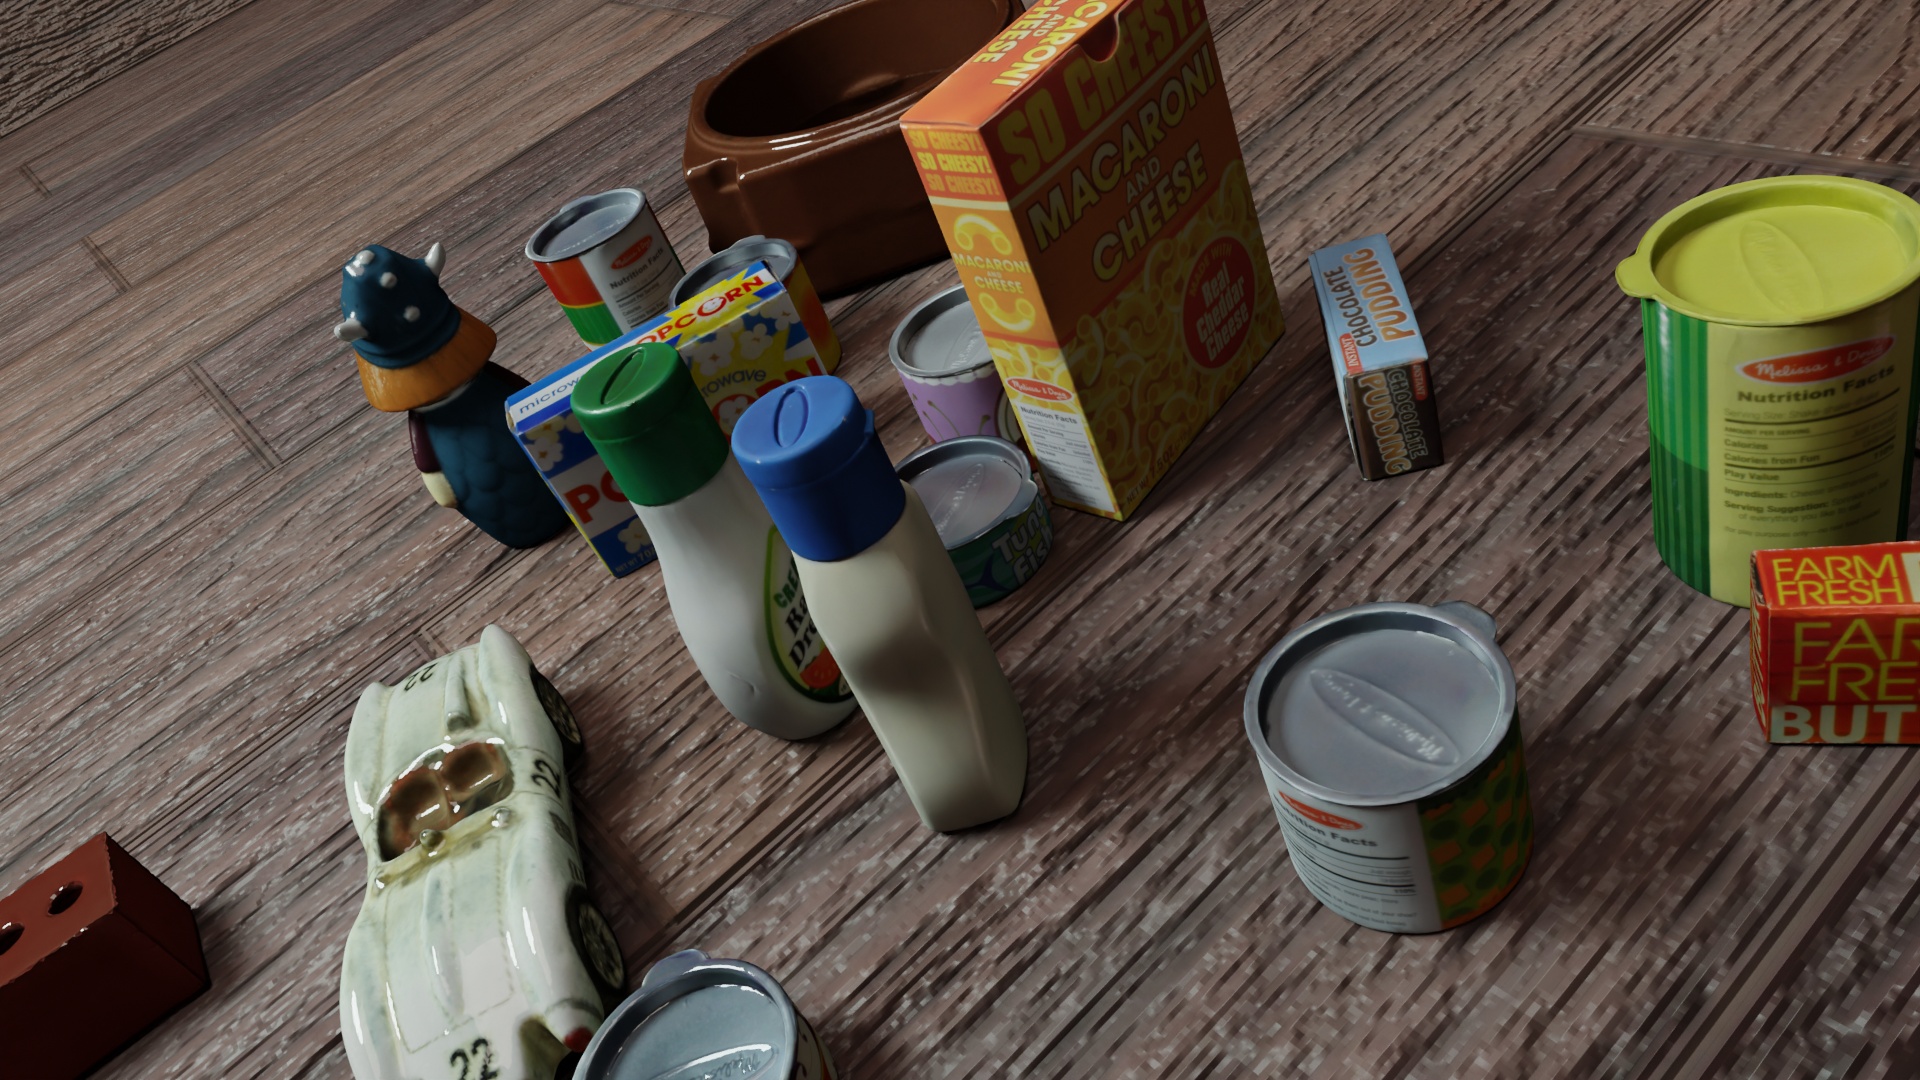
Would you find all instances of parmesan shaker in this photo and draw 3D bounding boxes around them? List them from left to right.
[{"bbox_3d":[0.222,-0.038,0.384,0.071,0.102,0.072,-15,39,13],"label":"parmesan shaker"}]

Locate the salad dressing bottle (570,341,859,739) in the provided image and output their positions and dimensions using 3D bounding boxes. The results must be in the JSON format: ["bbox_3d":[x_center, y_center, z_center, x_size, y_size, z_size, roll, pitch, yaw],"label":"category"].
[{"bbox_3d":[-0.077,0.003,0.460,0.044,0.147,0.064,-6,41,23],"label":"salad dressing bottle"}]

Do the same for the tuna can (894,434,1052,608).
[{"bbox_3d":[0.002,-0.007,0.523,0.071,0.032,0.071,-15,39,12],"label":"tuna can"}]

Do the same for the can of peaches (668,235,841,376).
[{"bbox_3d":[-0.097,-0.105,0.672,0.071,0.057,0.071,-15,39,12],"label":"can of peaches"}]

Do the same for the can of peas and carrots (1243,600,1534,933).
[{"bbox_3d":[0.115,0.058,0.365,0.071,0.058,0.071,-15,39,12],"label":"can of peas and carrots"}]

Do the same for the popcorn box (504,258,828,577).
[{"bbox_3d":[-0.117,-0.051,0.597,0.127,0.085,0.038,-30,38,-7],"label":"popcorn box"}]

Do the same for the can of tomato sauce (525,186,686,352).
[{"bbox_3d":[-0.176,-0.131,0.725,0.071,0.082,0.071,-15,39,13],"label":"can of tomato sauce"}]

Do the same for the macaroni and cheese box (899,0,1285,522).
[{"bbox_3d":[0.058,-0.110,0.506,0.040,0.165,0.124,16,53,41],"label":"macaroni and cheese box"}]

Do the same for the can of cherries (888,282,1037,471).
[{"bbox_3d":[0.014,-0.065,0.564,0.071,0.058,0.072,-15,39,12],"label":"can of cherries"}]

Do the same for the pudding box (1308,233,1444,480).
[{"bbox_3d":[0.149,-0.068,0.502,0.030,0.049,0.084,-13,39,15],"label":"pudding box"}]

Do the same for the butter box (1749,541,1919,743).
[{"bbox_3d":[0.250,0.025,0.335,0.103,0.053,0.024,-3,43,25],"label":"butter box"}]

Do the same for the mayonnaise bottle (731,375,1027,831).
[{"bbox_3d":[-0.020,0.020,0.410,0.041,0.147,0.065,-17,38,10],"label":"mayonnaise bottle"}]

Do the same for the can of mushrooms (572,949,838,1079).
[{"bbox_3d":[-0.069,0.149,0.377,0.071,0.033,0.071,-15,39,12],"label":"can of mushrooms"}]
